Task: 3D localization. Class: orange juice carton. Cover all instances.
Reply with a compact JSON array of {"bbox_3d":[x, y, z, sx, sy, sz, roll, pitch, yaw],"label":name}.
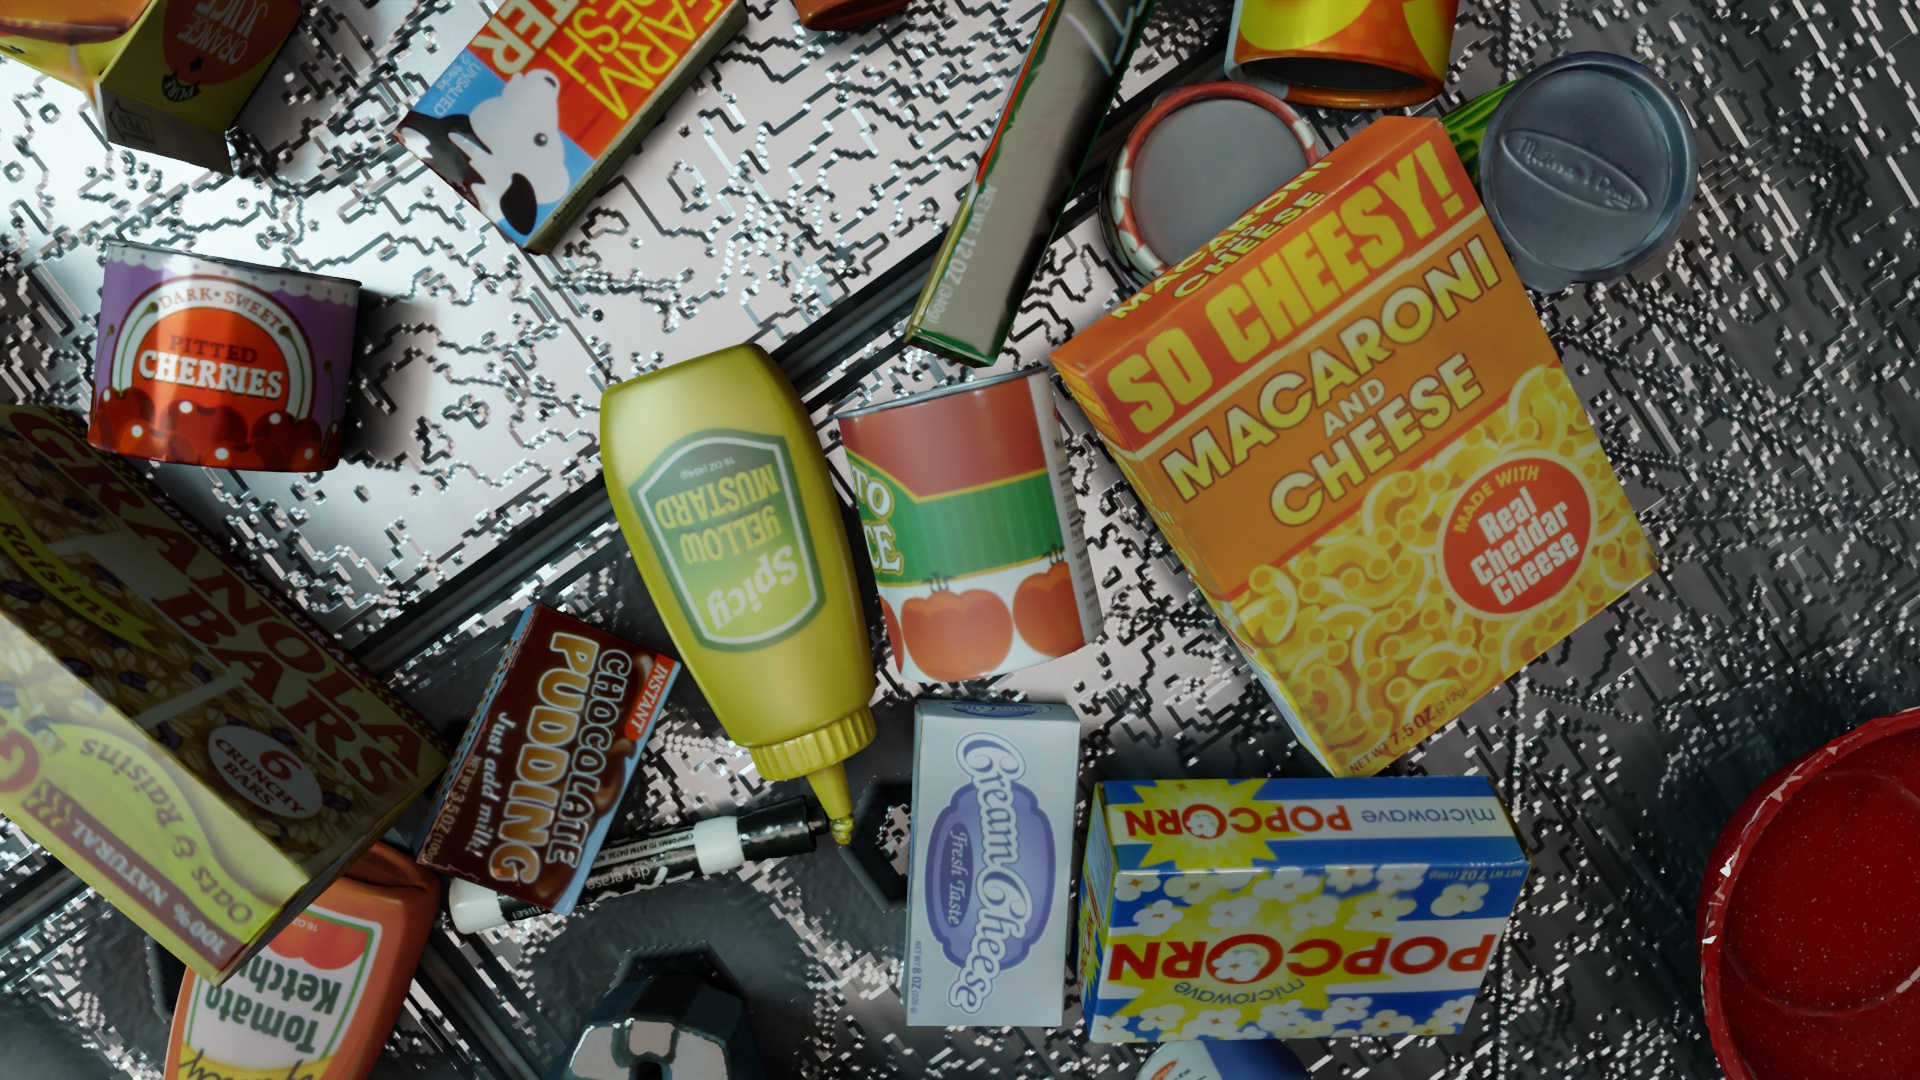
[{"bbox_3d":[-0.249,-0.199,0.384,0.073,0.072,0.192,-16,96,-2],"label":"orange juice carton"}]

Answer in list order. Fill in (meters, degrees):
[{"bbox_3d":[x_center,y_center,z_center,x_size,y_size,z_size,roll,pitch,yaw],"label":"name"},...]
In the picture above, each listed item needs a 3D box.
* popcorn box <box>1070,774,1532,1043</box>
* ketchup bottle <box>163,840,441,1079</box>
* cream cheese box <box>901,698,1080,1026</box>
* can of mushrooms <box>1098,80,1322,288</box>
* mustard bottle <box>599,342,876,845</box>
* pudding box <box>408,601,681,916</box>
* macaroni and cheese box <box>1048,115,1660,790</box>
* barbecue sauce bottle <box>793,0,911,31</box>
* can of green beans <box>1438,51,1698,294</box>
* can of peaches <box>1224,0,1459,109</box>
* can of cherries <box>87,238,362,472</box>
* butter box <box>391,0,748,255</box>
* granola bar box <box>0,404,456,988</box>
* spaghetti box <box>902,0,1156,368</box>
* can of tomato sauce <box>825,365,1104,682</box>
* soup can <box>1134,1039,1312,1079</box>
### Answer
[{"bbox_3d":[0.103,0.117,0.438,0.127,0.038,0.084,0,127,-4],"label":"popcorn box"},{"bbox_3d":[-0.217,0.165,0.434,0.065,0.043,0.148,22,94,2],"label":"ketchup bottle"},{"bbox_3d":[0.010,0.105,0.455,0.053,0.024,0.103,2,95,-6],"label":"cream cheese box"},{"bbox_3d":[0.078,-0.110,0.435,0.071,0.033,0.071,0,96,-3],"label":"can of mushrooms"},{"bbox_3d":[-0.059,0.021,0.429,0.065,0.049,0.160,-20,96,-1],"label":"mustard bottle"},{"bbox_3d":[-0.126,0.066,0.424,0.049,0.030,0.084,28,76,-20],"label":"pudding box"},{"bbox_3d":[0.122,-0.023,0.424,0.124,0.040,0.166,-36,112,0],"label":"macaroni and cheese box"},{"bbox_3d":[-0.050,-0.230,0.410,0.065,0.044,0.148,-16,97,-2],"label":"barbecue sauce bottle"},{"bbox_3d":[0.180,-0.111,0.430,0.071,0.058,0.071,0,96,-4],"label":"can of green beans"},{"bbox_3d":[0.118,-0.165,0.415,0.071,0.071,0.058,8,96,-5],"label":"can of peaches"},{"bbox_3d":[-0.212,-0.052,0.401,0.071,0.071,0.058,9,95,-5],"label":"can of cherries"},{"bbox_3d":[-0.117,-0.143,0.423,0.053,0.024,0.103,41,92,-7],"label":"butter box"},{"bbox_3d":[-0.228,0.031,0.380,0.165,0.124,0.039,43,91,-7],"label":"granola bar box"},{"bbox_3d":[0.045,-0.170,0.419,0.029,0.050,0.249,23,93,-8],"label":"spaghetti box"},{"bbox_3d":[0.002,-0.005,0.423,0.071,0.071,0.083,-13,97,-3],"label":"can of tomato sauce"},{"bbox_3d":[0.096,0.203,0.440,0.071,0.084,0.071,0,96,-4],"label":"soup can"}]
